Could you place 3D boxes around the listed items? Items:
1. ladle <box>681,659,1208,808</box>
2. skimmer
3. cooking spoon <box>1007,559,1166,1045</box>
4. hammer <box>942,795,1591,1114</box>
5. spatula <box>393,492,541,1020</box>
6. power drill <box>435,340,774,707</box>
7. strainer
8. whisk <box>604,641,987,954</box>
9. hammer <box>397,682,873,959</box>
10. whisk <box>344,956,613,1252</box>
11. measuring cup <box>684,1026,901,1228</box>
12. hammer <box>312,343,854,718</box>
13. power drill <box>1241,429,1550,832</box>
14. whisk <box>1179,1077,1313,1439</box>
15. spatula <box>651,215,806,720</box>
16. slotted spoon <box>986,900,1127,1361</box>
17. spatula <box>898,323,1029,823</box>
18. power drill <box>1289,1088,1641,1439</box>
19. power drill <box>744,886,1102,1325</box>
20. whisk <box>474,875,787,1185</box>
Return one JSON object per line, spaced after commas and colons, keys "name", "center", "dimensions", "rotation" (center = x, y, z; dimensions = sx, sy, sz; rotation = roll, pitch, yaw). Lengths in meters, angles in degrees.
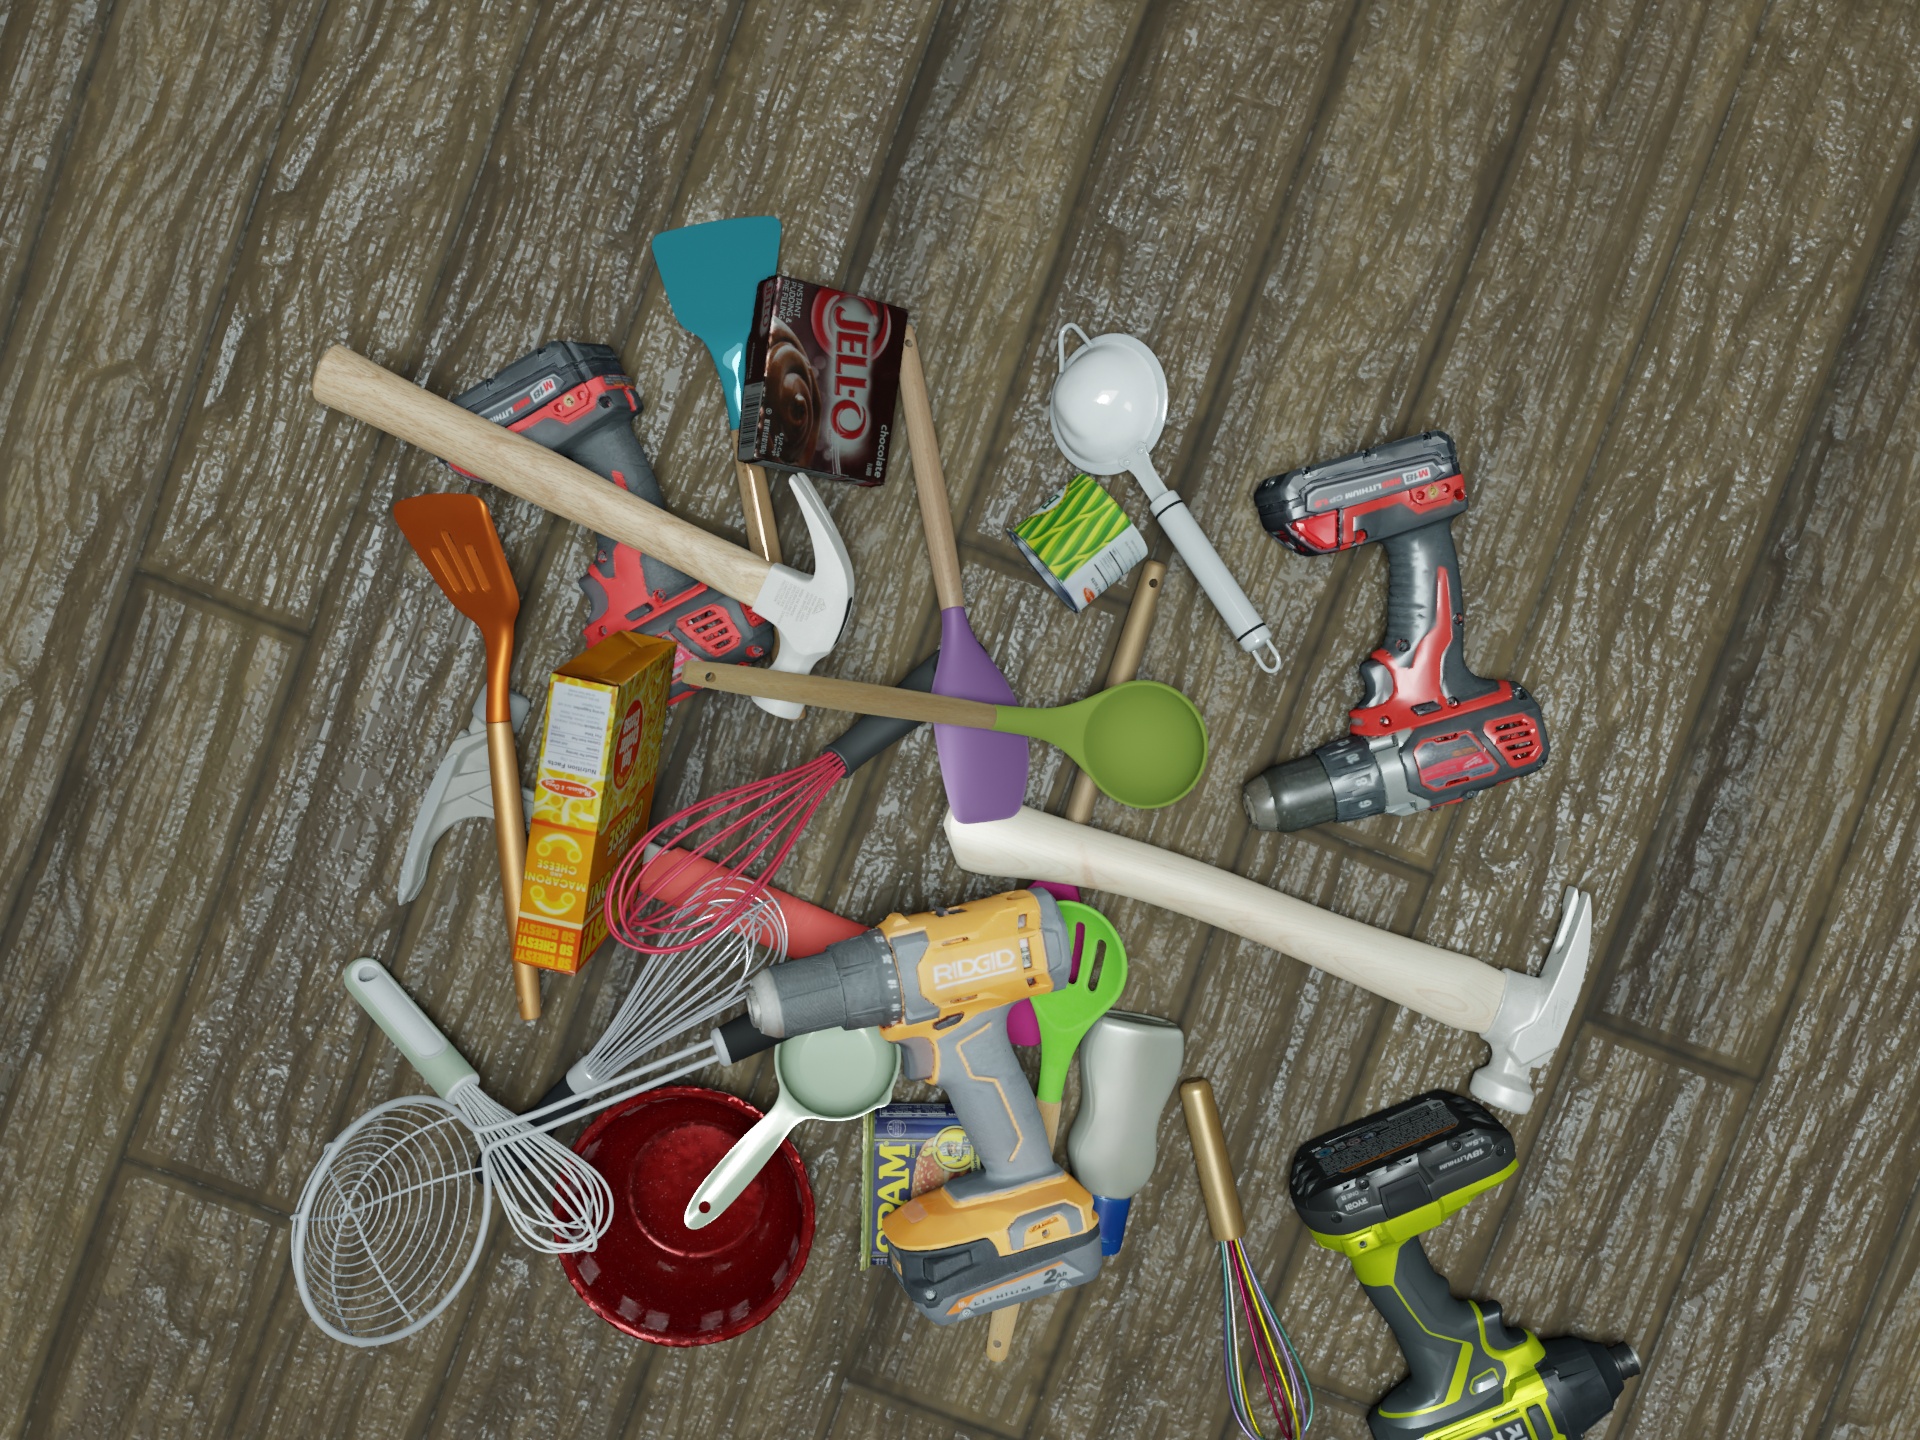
{"name": "ladle", "center": [-0.001, -0.003, 0.922], "dimensions": [0.320, 0.062, 0.078], "rotation": [8, 100, -22]}
{"name": "skimmer", "center": [-0.183, 0.219, 0.884], "dimensions": [0.363, 0.090, 0.127], "rotation": [-21, 112, -17]}
{"name": "cooking spoon", "center": [0.077, 0.052, 1.008], "dimensions": [0.068, 0.017, 0.319], "rotation": [17, 92, -4]}
{"name": "hammer", "center": [0.188, 0.112, 0.991], "dimensions": [0.410, 0.038, 0.146], "rotation": [20, 92, -4]}
{"name": "spatula", "center": [-0.281, 0.026, 0.952], "dimensions": [0.081, 0.041, 0.322], "rotation": [1, 100, 33]}
{"name": "power drill", "center": [-0.223, -0.108, 0.969], "dimensions": [0.143, 0.078, 0.219], "rotation": [-27, 96, 12]}
{"name": "strainer", "center": [0.120, -0.137, 0.961], "dimensions": [0.087, 0.050, 0.258], "rotation": [-39, 77, 34]}
{"name": "whisk", "center": [-0.088, 0.035, 0.936], "dimensions": [0.296, 0.073, 0.073], "rotation": [-39, 92, -28]}
{"name": "hammer", "center": [-0.166, 0.114, 1.000], "dimensions": [0.359, 0.037, 0.149], "rotation": [24, 92, -1]}
{"name": "whisk", "center": [-0.298, 0.229, 0.965], "dimensions": [0.246, 0.059, 0.058], "rotation": [41, 51, 21]}
{"name": "measuring cup", "center": [-0.104, 0.239, 0.959], "dimensions": [0.083, 0.038, 0.167], "rotation": [41, 76, 9]}
{"name": "hammer", "center": [-0.214, -0.129, 0.910], "dimensions": [0.331, 0.031, 0.130], "rotation": [26, 105, -1]}
{"name": "power drill", "center": [0.245, -0.048, 0.980], "dimensions": [0.188, 0.080, 0.226], "rotation": [-16, 95, 1]}
{"name": "whisk", "center": [0.179, 0.348, 1.007], "dimensions": [0.051, 0.047, 0.245], "rotation": [-13, 89, 1]}
{"name": "spatula", "center": [-0.129, -0.157, 0.999], "dimensions": [0.082, 0.044, 0.317], "rotation": [-9, 97, -1]}
{"name": "slotted spoon", "center": [0.048, 0.258, 0.990], "dimensions": [0.070, 0.031, 0.313], "rotation": [13, 102, 16]}
{"name": "spatula", "center": [-0.007, -0.093, 0.979], "dimensions": [0.059, 0.018, 0.316], "rotation": [-8, 82, -21]}
{"name": "power drill", "center": [0.313, 0.356, 0.993], "dimensions": [0.171, 0.080, 0.223], "rotation": [-23, 96, 1]}
{"name": "power drill", "center": [-0.017, 0.221, 0.912], "dimensions": [0.185, 0.084, 0.226], "rotation": [-10, 95, -16]}
{"name": "whisk", "center": [-0.206, 0.199, 0.972], "dimensions": [0.070, 0.070, 0.284], "rotation": [45, 107, -2]}
